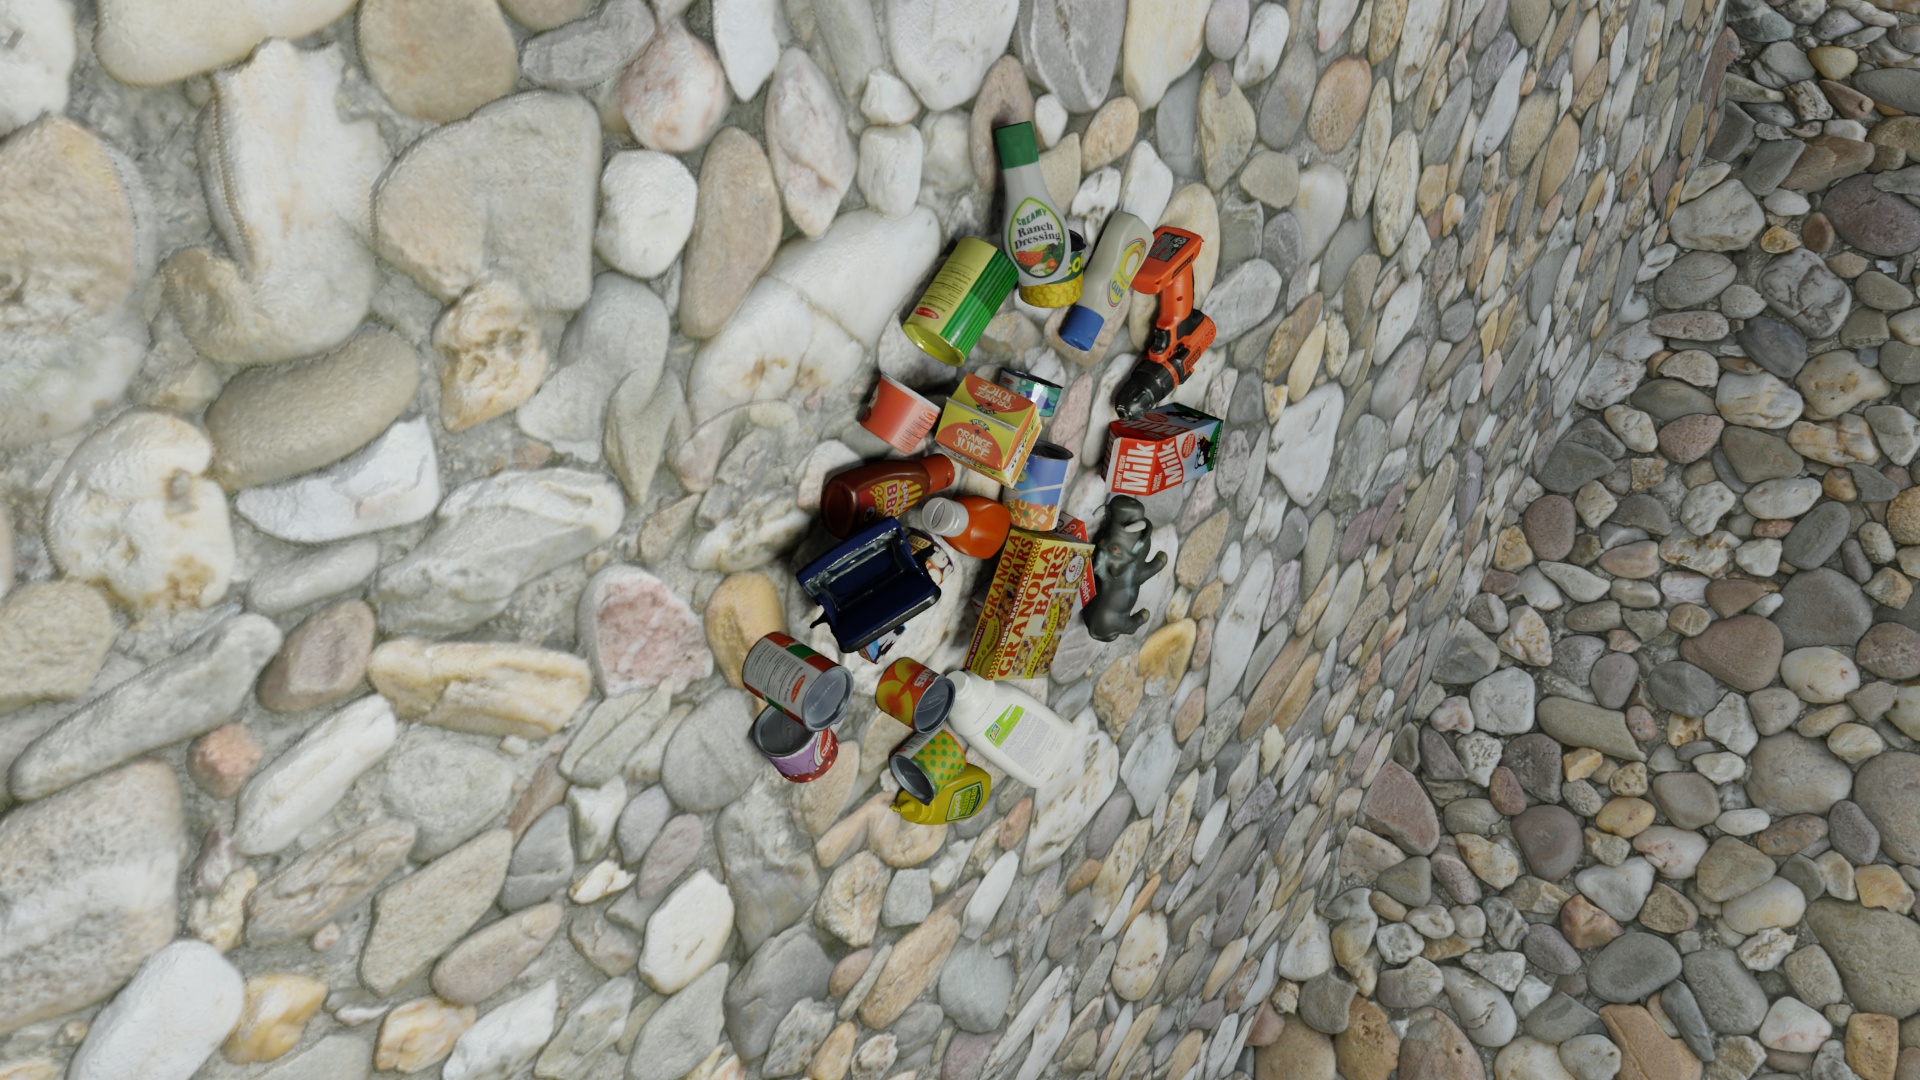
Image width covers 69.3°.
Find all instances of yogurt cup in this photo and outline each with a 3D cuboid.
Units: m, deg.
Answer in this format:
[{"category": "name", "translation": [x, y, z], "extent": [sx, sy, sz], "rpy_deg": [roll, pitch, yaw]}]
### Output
[{"category": "yogurt cup", "translation": [-0.057, -0.116, 1.286], "extent": [0.054, 0.072, 0.072], "rpy_deg": [-58, 147, 4]}]

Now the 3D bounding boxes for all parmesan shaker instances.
[{"category": "parmesan shaker", "translation": [0.003, -0.221, 1.292], "extent": [0.103, 0.071, 0.071], "rpy_deg": [-57, 146, -12]}]

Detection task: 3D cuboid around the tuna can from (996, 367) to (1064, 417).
[{"category": "tuna can", "translation": [0.071, -0.152, 1.432], "extent": [0.071, 0.071, 0.032], "rpy_deg": [1, 112, -54]}]

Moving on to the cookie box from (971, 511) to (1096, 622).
[{"category": "cookie box", "translation": [0.088, 0.063, 1.620], "extent": [0.168, 0.040, 0.122], "rpy_deg": [-42, 140, -29]}]

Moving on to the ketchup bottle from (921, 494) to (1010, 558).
[{"category": "ketchup bottle", "translation": [0.005, -0.018, 1.424], "extent": [0.064, 0.043, 0.149], "rpy_deg": [-67, 159, 3]}]

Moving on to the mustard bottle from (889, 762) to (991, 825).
[{"category": "mustard bottle", "translation": [-0.028, 0.298, 1.603], "extent": [0.160, 0.049, 0.065], "rpy_deg": [-4, 113, -53]}]

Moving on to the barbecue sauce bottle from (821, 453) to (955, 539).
[{"category": "barbecue sauce bottle", "translation": [-0.066, -0.050, 1.332], "extent": [0.149, 0.044, 0.064], "rpy_deg": [-24, 137, -45]}]

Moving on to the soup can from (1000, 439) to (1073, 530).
[{"category": "soup can", "translation": [0.079, -0.061, 1.506], "extent": [0.071, 0.071, 0.083], "rpy_deg": [-12, 121, -50]}]

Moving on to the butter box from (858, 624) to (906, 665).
[{"category": "butter box", "translation": [-0.093, 0.076, 1.394], "extent": [0.053, 0.024, 0.103], "rpy_deg": [-51, 145, -20]}]

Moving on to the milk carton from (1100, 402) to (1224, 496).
[{"category": "milk carton", "translation": [0.234, -0.108, 1.678], "extent": [0.191, 0.073, 0.072], "rpy_deg": [-21, 127, -46]}]

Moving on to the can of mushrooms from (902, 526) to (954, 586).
[{"category": "can of mushrooms", "translation": [-0.042, 0.019, 1.388], "extent": [0.033, 0.071, 0.070], "rpy_deg": [-48, 143, -21]}]

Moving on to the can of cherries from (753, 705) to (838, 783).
[{"category": "can of cherries", "translation": [-0.155, 0.193, 1.341], "extent": [0.072, 0.071, 0.058], "rpy_deg": [-51, 144, -20]}]

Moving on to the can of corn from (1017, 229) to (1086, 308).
[{"category": "can of corn", "translation": [0.091, -0.271, 1.381], "extent": [0.071, 0.071, 0.058], "rpy_deg": [-36, 138, -36]}]

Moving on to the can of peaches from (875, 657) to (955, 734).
[{"category": "can of peaches", "translation": [-0.048, 0.163, 1.481], "extent": [0.071, 0.058, 0.071], "rpy_deg": [-31, 133, -39]}]

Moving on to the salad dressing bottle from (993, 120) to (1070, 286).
[{"category": "salad dressing bottle", "translation": [0.063, -0.316, 1.303], "extent": [0.044, 0.064, 0.147], "rpy_deg": [-97, 174, -74]}]

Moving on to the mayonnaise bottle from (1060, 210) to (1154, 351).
[{"category": "mayonnaise bottle", "translation": [0.156, -0.276, 1.493], "extent": [0.064, 0.041, 0.148], "rpy_deg": [32, 84, -58]}]

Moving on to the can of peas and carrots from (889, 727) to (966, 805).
[{"category": "can of peas and carrots", "translation": [-0.035, 0.249, 1.544], "extent": [0.059, 0.071, 0.070], "rpy_deg": [-40, 139, -33]}]

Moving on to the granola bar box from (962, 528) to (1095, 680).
[{"category": "granola bar box", "translation": [0.076, 0.071, 1.537], "extent": [0.124, 0.039, 0.165], "rpy_deg": [6, 106, -54]}]

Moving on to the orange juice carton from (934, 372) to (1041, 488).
[{"category": "orange juice carton", "translation": [0.028, -0.106, 1.332], "extent": [0.073, 0.072, 0.192], "rpy_deg": [-64, 173, -1]}]

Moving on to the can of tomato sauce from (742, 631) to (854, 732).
[{"category": "can of tomato sauce", "translation": [-0.151, 0.131, 1.297], "extent": [0.071, 0.083, 0.070], "rpy_deg": [-32, 135, -39]}]
